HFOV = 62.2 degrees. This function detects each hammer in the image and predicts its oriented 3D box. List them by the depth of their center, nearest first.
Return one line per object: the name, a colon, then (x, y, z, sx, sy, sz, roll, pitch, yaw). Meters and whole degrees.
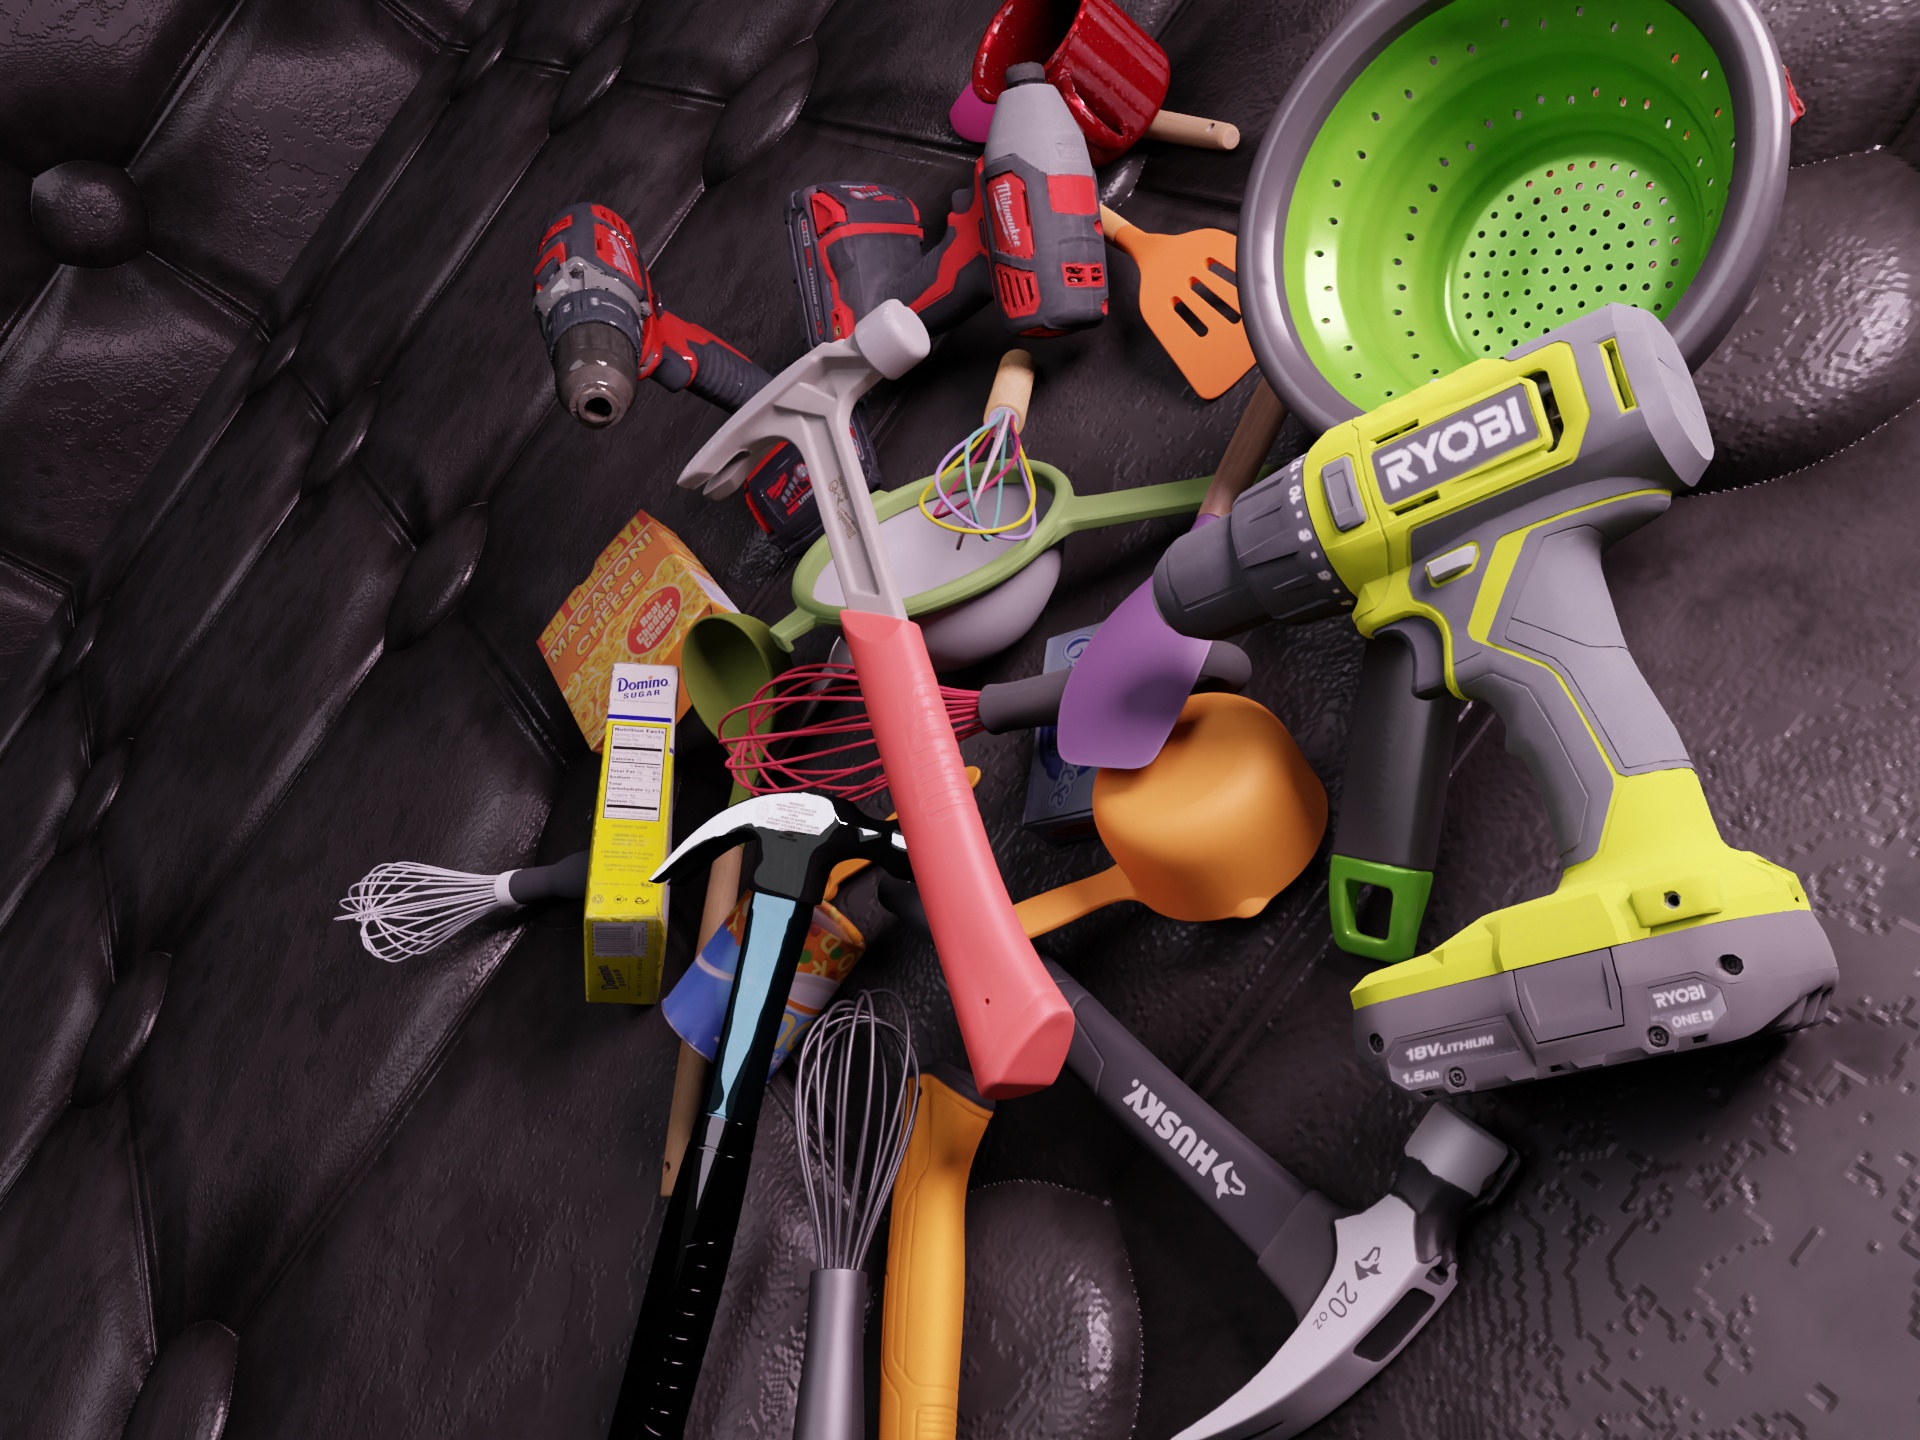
hammer: (-0.023, 0.296, 0.607, 0.127, 0.034, 0.337, -22, 49, 34)
hammer: (0.053, 0.139, 0.638, 0.146, 0.035, 0.335, -55, 38, 0)
hammer: (-0.033, -0.009, 0.691, 0.149, 0.036, 0.359, -34, 59, 29)
hammer: (-0.107, 0.192, 0.717, 0.128, 0.033, 0.331, 12, 84, 20)

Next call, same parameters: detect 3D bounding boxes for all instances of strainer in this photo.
strainer: (0.042, -0.075, 0.791, 0.256, 0.069, 0.152, -7, 32, 24)

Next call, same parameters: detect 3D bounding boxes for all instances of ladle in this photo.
ladle: (-0.138, 0.090, 0.853, 0.078, 0.062, 0.320, -21, 55, 45)

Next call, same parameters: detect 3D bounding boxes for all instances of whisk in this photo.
whisk: (-0.045, 0.219, 0.626, 0.055, 0.055, 0.239, -21, 54, 37)
whisk: (-0.001, -0.002, 0.736, 0.296, 0.073, 0.073, -9, 57, 36)
whisk: (0.016, -0.147, 0.816, 0.047, 0.051, 0.245, -20, 25, 18)
whisk: (-0.309, 0.113, 1.035, 0.284, 0.070, 0.070, -12, 55, 36)

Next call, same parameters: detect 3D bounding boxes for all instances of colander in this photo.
colander: (0.204, -0.105, 0.610, 0.205, 0.094, 0.397, 10, 91, 41)

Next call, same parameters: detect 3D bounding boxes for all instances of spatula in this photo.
spatula: (0.117, -0.104, 0.699, 0.060, 0.018, 0.316, 5, 53, 37)
spatula: (0.090, -0.275, 0.908, 0.081, 0.041, 0.323, -48, 34, 12)

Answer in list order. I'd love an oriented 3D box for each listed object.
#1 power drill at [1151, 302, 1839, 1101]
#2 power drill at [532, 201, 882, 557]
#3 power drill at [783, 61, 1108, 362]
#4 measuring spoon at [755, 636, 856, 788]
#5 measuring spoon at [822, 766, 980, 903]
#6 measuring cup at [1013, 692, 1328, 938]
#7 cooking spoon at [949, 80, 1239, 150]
power drill: (0.164, 0.002, 0.521, 0.190, 0.080, 0.229, -23, 69, 35)
power drill: (-0.153, -0.190, 0.938, 0.080, 0.226, 0.188, -39, 41, 21)
power drill: (-0.007, -0.281, 0.921, 0.220, 0.078, 0.143, 1, 101, 51)
measuring spoon: (-0.084, -0.004, 0.908, 0.124, 0.018, 0.034, -52, 34, 17)
measuring spoon: (-0.033, 0.060, 0.810, 0.117, 0.011, 0.021, -37, 42, 18)
measuring cup: (0.060, 0.048, 0.647, 0.173, 0.052, 0.095, -25, 36, 13)
cooking spoon: (0.076, -0.384, 1.003, 0.069, 0.017, 0.319, -52, 38, 1)
